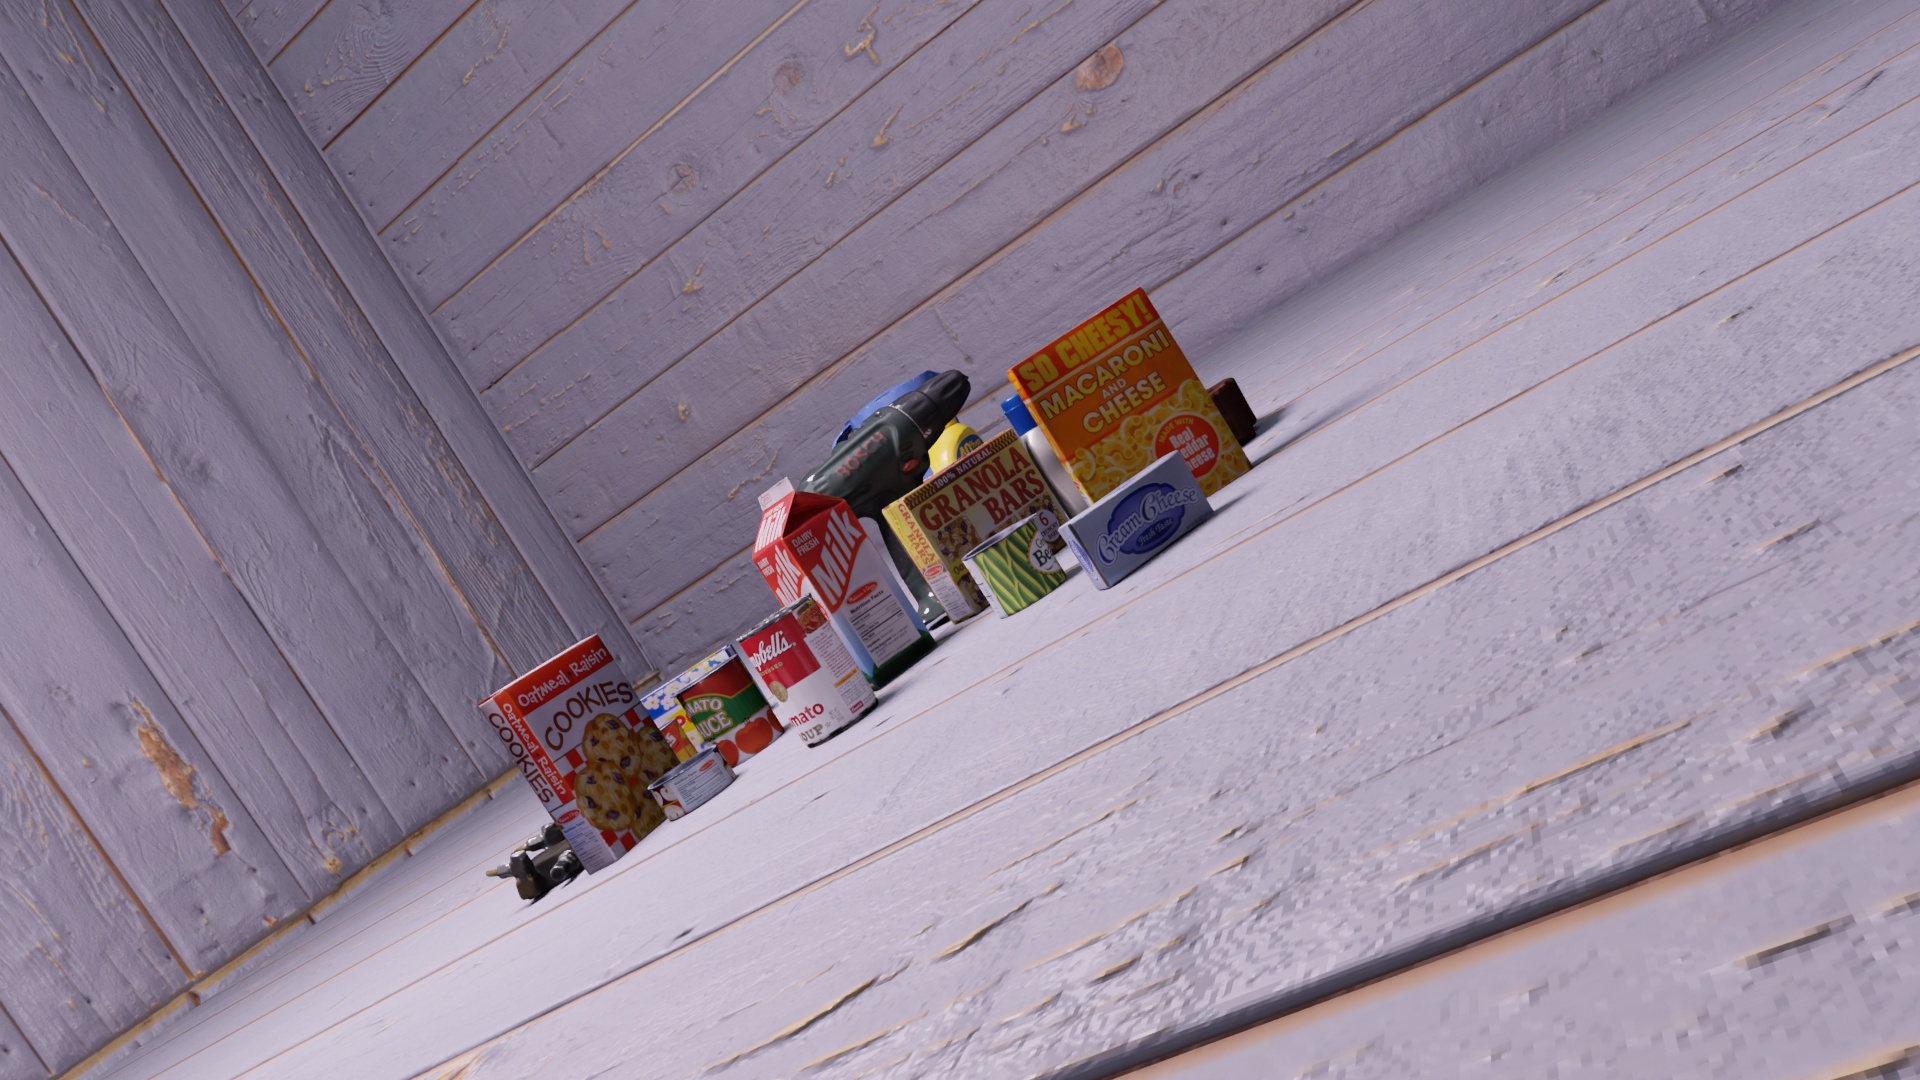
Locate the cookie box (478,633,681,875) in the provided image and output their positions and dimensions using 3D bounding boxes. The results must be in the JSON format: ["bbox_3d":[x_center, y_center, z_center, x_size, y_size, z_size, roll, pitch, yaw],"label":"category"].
[{"bbox_3d":[-0.310,0.176,1.168,0.040,0.167,0.123,-31,4,29],"label":"cookie box"}]

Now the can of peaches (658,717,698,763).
[{"bbox_3d":[-0.288,0.213,1.340,0.071,0.058,0.071,-32,3,2],"label":"can of peaches"}]

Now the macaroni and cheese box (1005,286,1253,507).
[{"bbox_3d":[0.131,-0.094,1.088,0.124,0.166,0.040,-32,3,-2],"label":"macaroni and cheese box"}]

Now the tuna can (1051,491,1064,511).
[{"bbox_3d":[0.128,-0.058,1.676,0.071,0.033,0.071,-32,4,2],"label":"tuna can"}]

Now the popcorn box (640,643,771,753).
[{"bbox_3d":[-0.279,0.181,1.488,0.127,0.085,0.038,-32,3,2],"label":"popcorn box"}]

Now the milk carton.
[{"bbox_3d":[-0.110,0.035,1.187,0.074,0.190,0.072,-34,4,-33],"label":"milk carton"}]

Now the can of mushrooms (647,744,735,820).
[{"bbox_3d":[-0.223,0.201,1.156,0.071,0.033,0.071,-32,4,2],"label":"can of mushrooms"}]

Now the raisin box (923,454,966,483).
[{"bbox_3d":[0.005,-0.018,1.461,0.040,0.123,0.086,-35,4,-37],"label":"raisin box"}]

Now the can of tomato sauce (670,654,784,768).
[{"bbox_3d":[-0.209,0.156,1.250,0.071,0.083,0.071,-32,3,2],"label":"can of tomato sauce"}]

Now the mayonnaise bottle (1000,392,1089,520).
[{"bbox_3d":[0.093,-0.080,1.352,0.041,0.148,0.065,-32,3,0],"label":"mayonnaise bottle"}]

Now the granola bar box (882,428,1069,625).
[{"bbox_3d":[0.020,-0.015,1.291,0.166,0.124,0.039,-35,4,-42],"label":"granola bar box"}]

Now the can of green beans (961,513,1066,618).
[{"bbox_3d":[0.044,0.022,1.121,0.071,0.058,0.071,-32,3,2],"label":"can of green beans"}]

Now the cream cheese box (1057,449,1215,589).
[{"bbox_3d":[0.124,-0.014,0.970,0.104,0.053,0.024,-33,3,-20],"label":"cream cheese box"}]
